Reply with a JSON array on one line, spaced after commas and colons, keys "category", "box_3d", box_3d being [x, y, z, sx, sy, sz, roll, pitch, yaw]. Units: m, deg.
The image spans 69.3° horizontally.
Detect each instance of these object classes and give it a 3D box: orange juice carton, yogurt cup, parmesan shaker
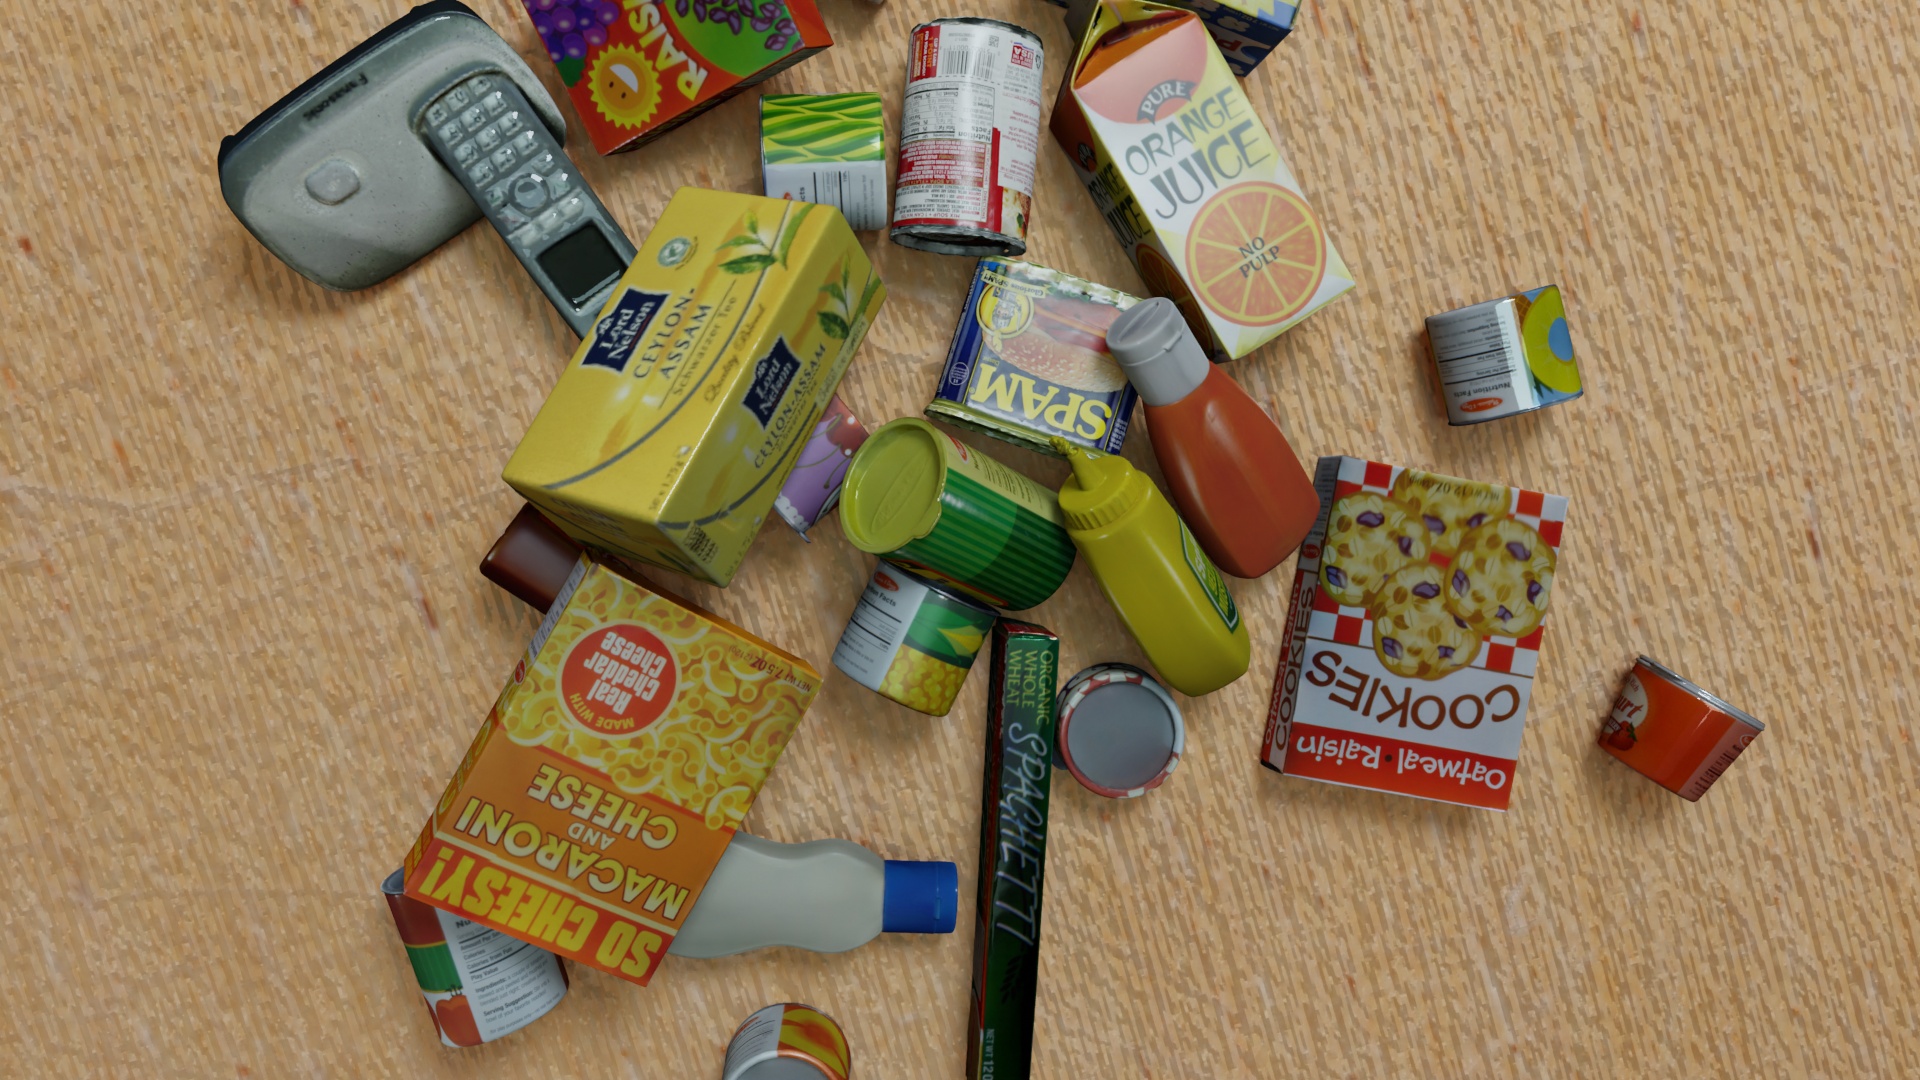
[{"category": "orange juice carton", "box_3d": [0.106, -0.185, 0.686, 0.073, 0.072, 0.192, -32, 95, -2]}, {"category": "yogurt cup", "box_3d": [0.373, 0.100, 0.726, 0.072, 0.072, 0.054, 29, 99, -5]}, {"category": "parmesan shaker", "box_3d": [0.002, -0.008, 0.665, 0.103, 0.071, 0.071, 26, 92, -44]}]

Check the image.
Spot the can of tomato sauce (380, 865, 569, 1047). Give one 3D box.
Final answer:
[{"category": "can of tomato sauce", "box_3d": [-0.238, 0.194, 0.684, 0.071, 0.071, 0.083, -17, 98, -3]}]

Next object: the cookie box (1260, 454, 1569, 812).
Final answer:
[{"category": "cookie box", "box_3d": [0.235, 0.048, 0.725, 0.123, 0.040, 0.167, 10, 91, -5]}]

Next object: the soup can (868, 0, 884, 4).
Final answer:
[{"category": "soup can", "box_3d": [-0.061, -0.310, 0.671, 0.084, 0.071, 0.071, 27, 91, -6]}]

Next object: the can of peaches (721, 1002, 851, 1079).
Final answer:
[{"category": "can of peaches", "box_3d": [-0.087, 0.279, 0.704, 0.071, 0.058, 0.071, 0, 93, -4]}]

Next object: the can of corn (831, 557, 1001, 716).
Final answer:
[{"category": "can of corn", "box_3d": [-0.021, 0.049, 0.693, 0.071, 0.071, 0.058, 26, 92, -5]}]

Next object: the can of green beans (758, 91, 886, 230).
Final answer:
[{"category": "can of green beans", "box_3d": [-0.066, -0.184, 0.676, 0.058, 0.071, 0.071, -3, 94, -5]}]

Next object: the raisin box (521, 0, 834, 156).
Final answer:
[{"category": "raisin box", "box_3d": [-0.134, -0.246, 0.652, 0.123, 0.040, 0.086, -20, 105, 23]}]

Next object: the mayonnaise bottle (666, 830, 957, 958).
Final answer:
[{"category": "mayonnaise bottle", "box_3d": [-0.077, 0.181, 0.709, 0.148, 0.041, 0.064, 3, 93, -5]}]

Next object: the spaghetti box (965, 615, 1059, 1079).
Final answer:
[{"category": "spaghetti box", "box_3d": [0.025, 0.166, 0.710, 0.029, 0.050, 0.249, 3, 93, -6]}]

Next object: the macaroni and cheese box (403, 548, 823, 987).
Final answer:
[{"category": "macaroni and cheese box", "box_3d": [-0.159, 0.106, 0.645, 0.123, 0.040, 0.166, 31, 88, -22]}]

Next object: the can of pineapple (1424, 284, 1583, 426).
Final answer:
[{"category": "can of pineapple", "box_3d": [0.277, -0.094, 0.707, 0.071, 0.071, 0.058, -15, 94, -3]}]

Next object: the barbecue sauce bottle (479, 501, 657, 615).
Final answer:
[{"category": "barbecue sauce bottle", "box_3d": [-0.162, 0.039, 0.685, 0.148, 0.065, 0.044, 37, 82, -14]}]

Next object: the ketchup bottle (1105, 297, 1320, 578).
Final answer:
[{"category": "ketchup bottle", "box_3d": [0.122, -0.051, 0.679, 0.065, 0.043, 0.148, -46, 122, -14]}]

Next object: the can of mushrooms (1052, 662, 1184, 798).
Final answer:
[{"category": "can of mushrooms", "box_3d": [0.079, 0.099, 0.719, 0.071, 0.033, 0.071, 0, 94, -5]}]

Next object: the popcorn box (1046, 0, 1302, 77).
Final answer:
[{"category": "popcorn box", "box_3d": [0.097, -0.274, 0.673, 0.127, 0.085, 0.038, 20, 91, -5]}]

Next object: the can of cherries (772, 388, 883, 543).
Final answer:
[{"category": "can of cherries", "box_3d": [-0.075, -0.043, 0.684, 0.058, 0.071, 0.071, -39, 95, -2]}]

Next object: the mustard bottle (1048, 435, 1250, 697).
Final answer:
[{"category": "mustard bottle", "box_3d": [0.088, 0.007, 0.673, 0.048, 0.065, 0.159, -27, 123, 18]}]
